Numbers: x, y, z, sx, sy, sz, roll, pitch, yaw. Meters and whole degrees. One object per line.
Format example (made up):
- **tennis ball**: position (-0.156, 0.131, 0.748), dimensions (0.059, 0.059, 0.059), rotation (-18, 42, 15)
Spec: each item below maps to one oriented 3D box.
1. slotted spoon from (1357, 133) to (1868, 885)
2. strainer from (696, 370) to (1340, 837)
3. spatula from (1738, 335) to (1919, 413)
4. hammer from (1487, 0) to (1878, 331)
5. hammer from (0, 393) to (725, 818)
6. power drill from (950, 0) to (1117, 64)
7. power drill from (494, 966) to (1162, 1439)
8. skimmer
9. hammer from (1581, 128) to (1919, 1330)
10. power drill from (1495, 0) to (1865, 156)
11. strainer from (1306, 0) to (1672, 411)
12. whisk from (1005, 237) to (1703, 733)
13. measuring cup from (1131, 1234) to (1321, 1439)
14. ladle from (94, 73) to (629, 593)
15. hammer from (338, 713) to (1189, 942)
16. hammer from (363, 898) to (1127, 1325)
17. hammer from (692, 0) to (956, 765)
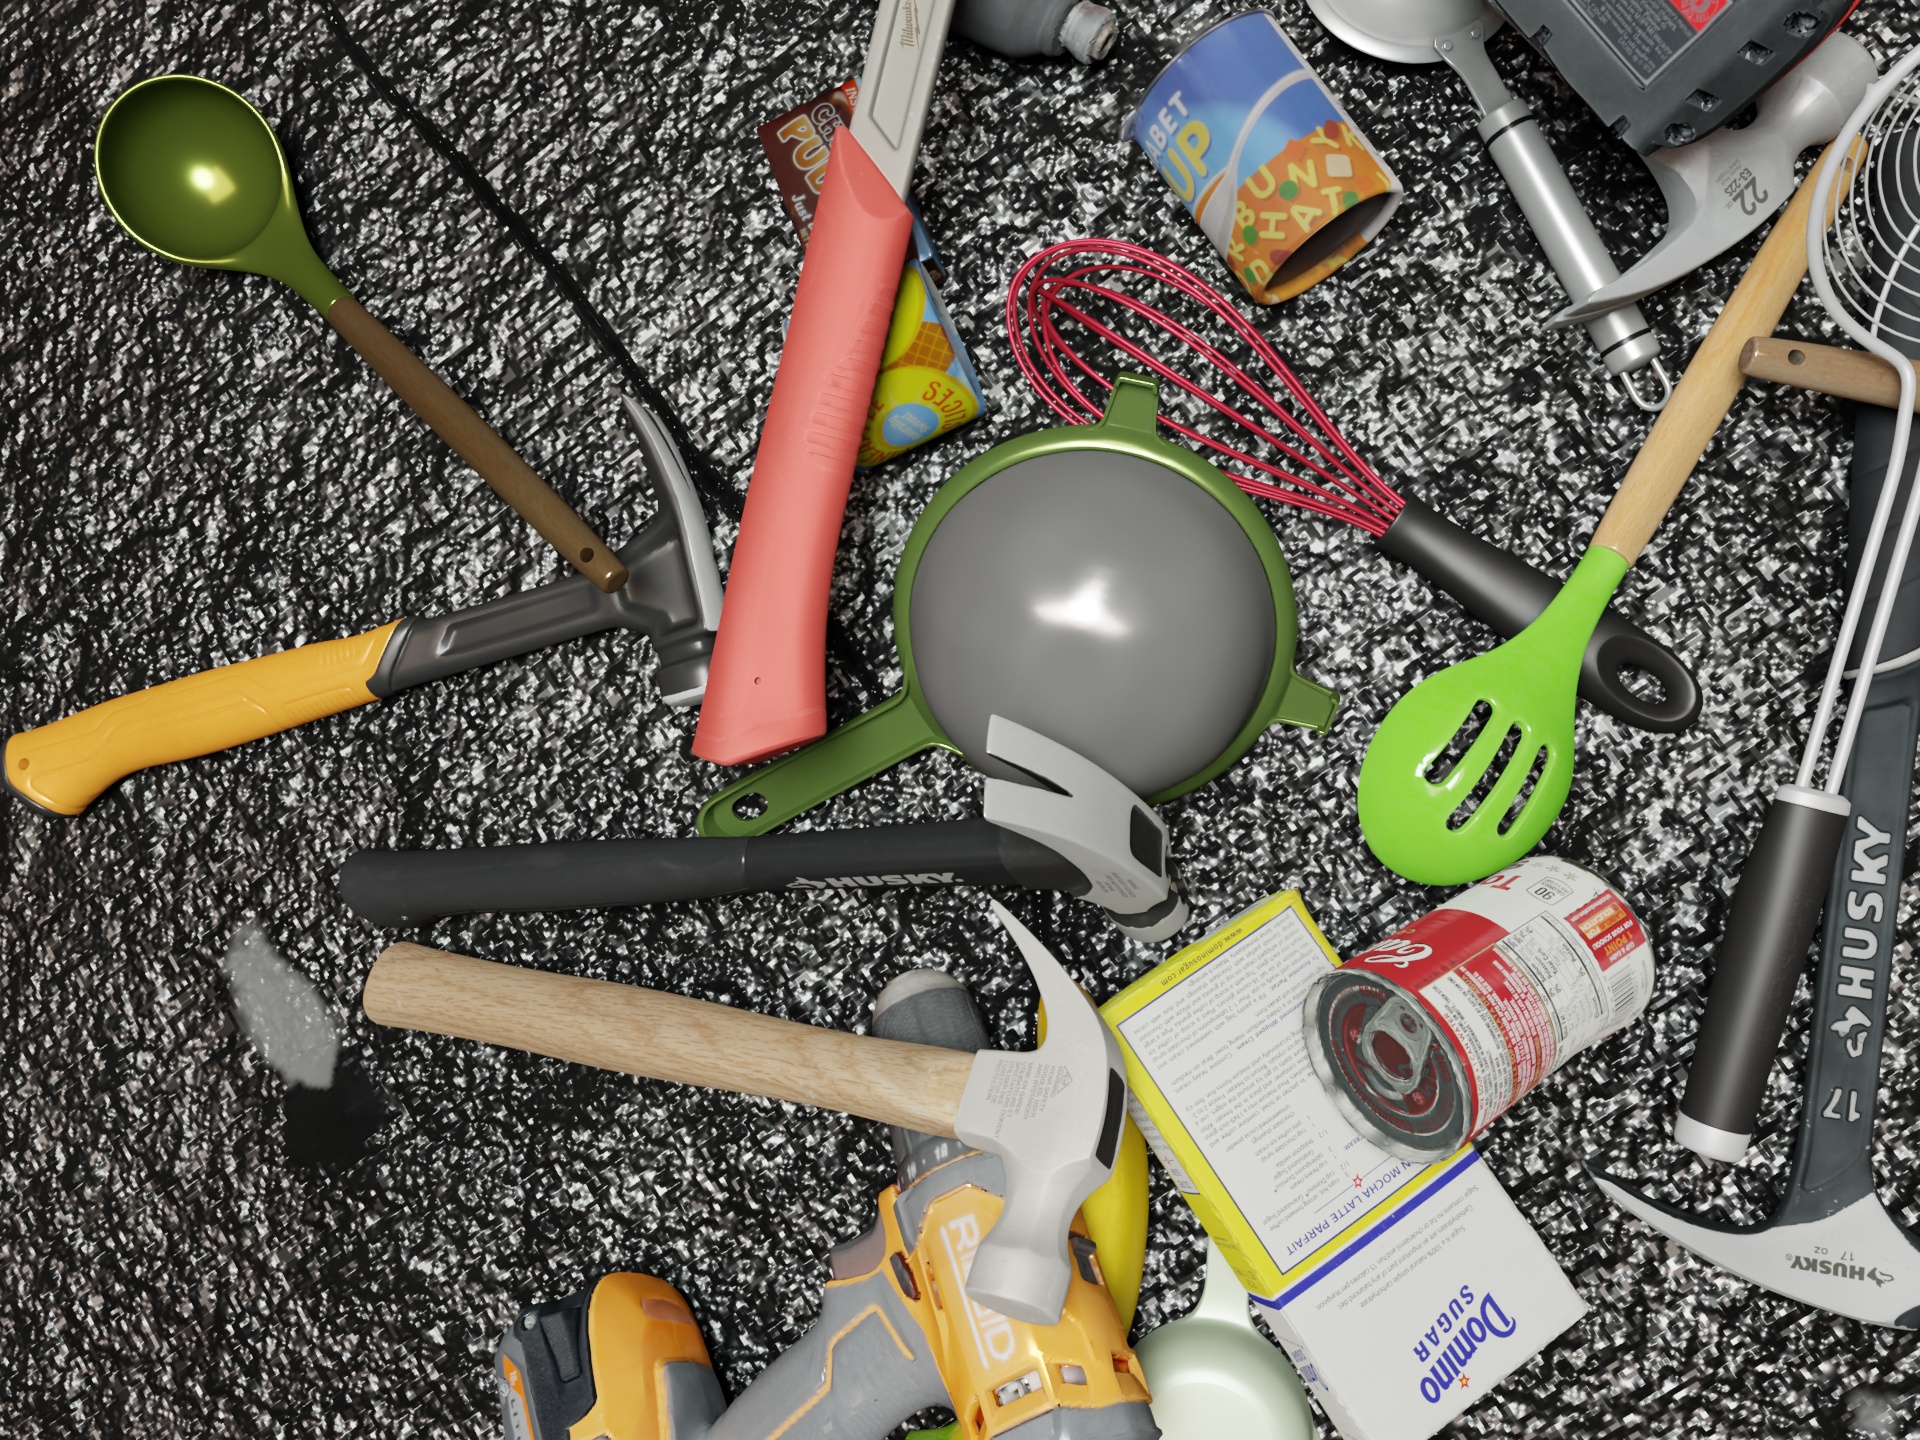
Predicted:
- **slotted spoon**: position (0.236, -0.079, 0.552), dimensions (0.070, 0.031, 0.314), rotation (34, 82, -7)
- **strainer**: position (-0.001, -0.002, 0.583), dimensions (0.256, 0.069, 0.151), rotation (-28, 104, 19)
- **spatula**: position (0.415, -0.088, 0.521), dimensions (0.316, 0.018, 0.060), rotation (12, 90, 3)
- **hammer**: position (0.128, -0.307, 0.547), dimensions (0.405, 0.035, 0.144), rotation (42, 82, -3)
- **hammer**: position (-0.262, -0.029, 0.677), dimensions (0.337, 0.034, 0.127), rotation (-16, 84, 11)
- **power drill**: position (0.041, -0.373, 0.613), dimensions (0.164, 0.084, 0.226), rotation (38, 98, 10)
- **power drill**: position (-0.057, 0.211, 0.579), dimensions (0.226, 0.084, 0.186), rotation (-30, 56, 14)
- **skimmer**: position (0.288, -0.030, 0.479), dimensions (0.127, 0.090, 0.363), rotation (14, 96, 1)
- **hammer**: position (0.314, -0.002, 0.552), dimensions (0.149, 0.036, 0.409), rotation (7, 87, 14)
- **power drill**: position (0.254, -0.303, 0.514), dimensions (0.227, 0.080, 0.188), rotation (-38, 87, -27)
- **strainer**: position (0.200, -0.230, 0.589), dimensions (0.087, 0.050, 0.258), rotation (-26, 85, -5)
- **whisk**: position (0.142, -0.084, 0.585), dimensions (0.296, 0.073, 0.073), rotation (35, 94, 5)
- **measuring cup**: position (0.096, 0.217, 0.581), dimensions (0.083, 0.038, 0.167), rotation (8, 89, 13)
- **ladle**: position (-0.245, -0.158, 0.650), dimensions (0.320, 0.062, 0.078), rotation (43, 94, 19)
- **hammer**: position (-0.092, 0.053, 0.599), dimensions (0.335, 0.146, 0.035), rotation (-5, 65, 20)
- **hammer**: position (-0.095, 0.117, 0.588), dimensions (0.331, 0.031, 0.130), rotation (4, 59, 29)
- **hammer**: position (-0.048, -0.161, 0.568), dimensions (0.149, 0.036, 0.359), rotation (14, 92, 9)
